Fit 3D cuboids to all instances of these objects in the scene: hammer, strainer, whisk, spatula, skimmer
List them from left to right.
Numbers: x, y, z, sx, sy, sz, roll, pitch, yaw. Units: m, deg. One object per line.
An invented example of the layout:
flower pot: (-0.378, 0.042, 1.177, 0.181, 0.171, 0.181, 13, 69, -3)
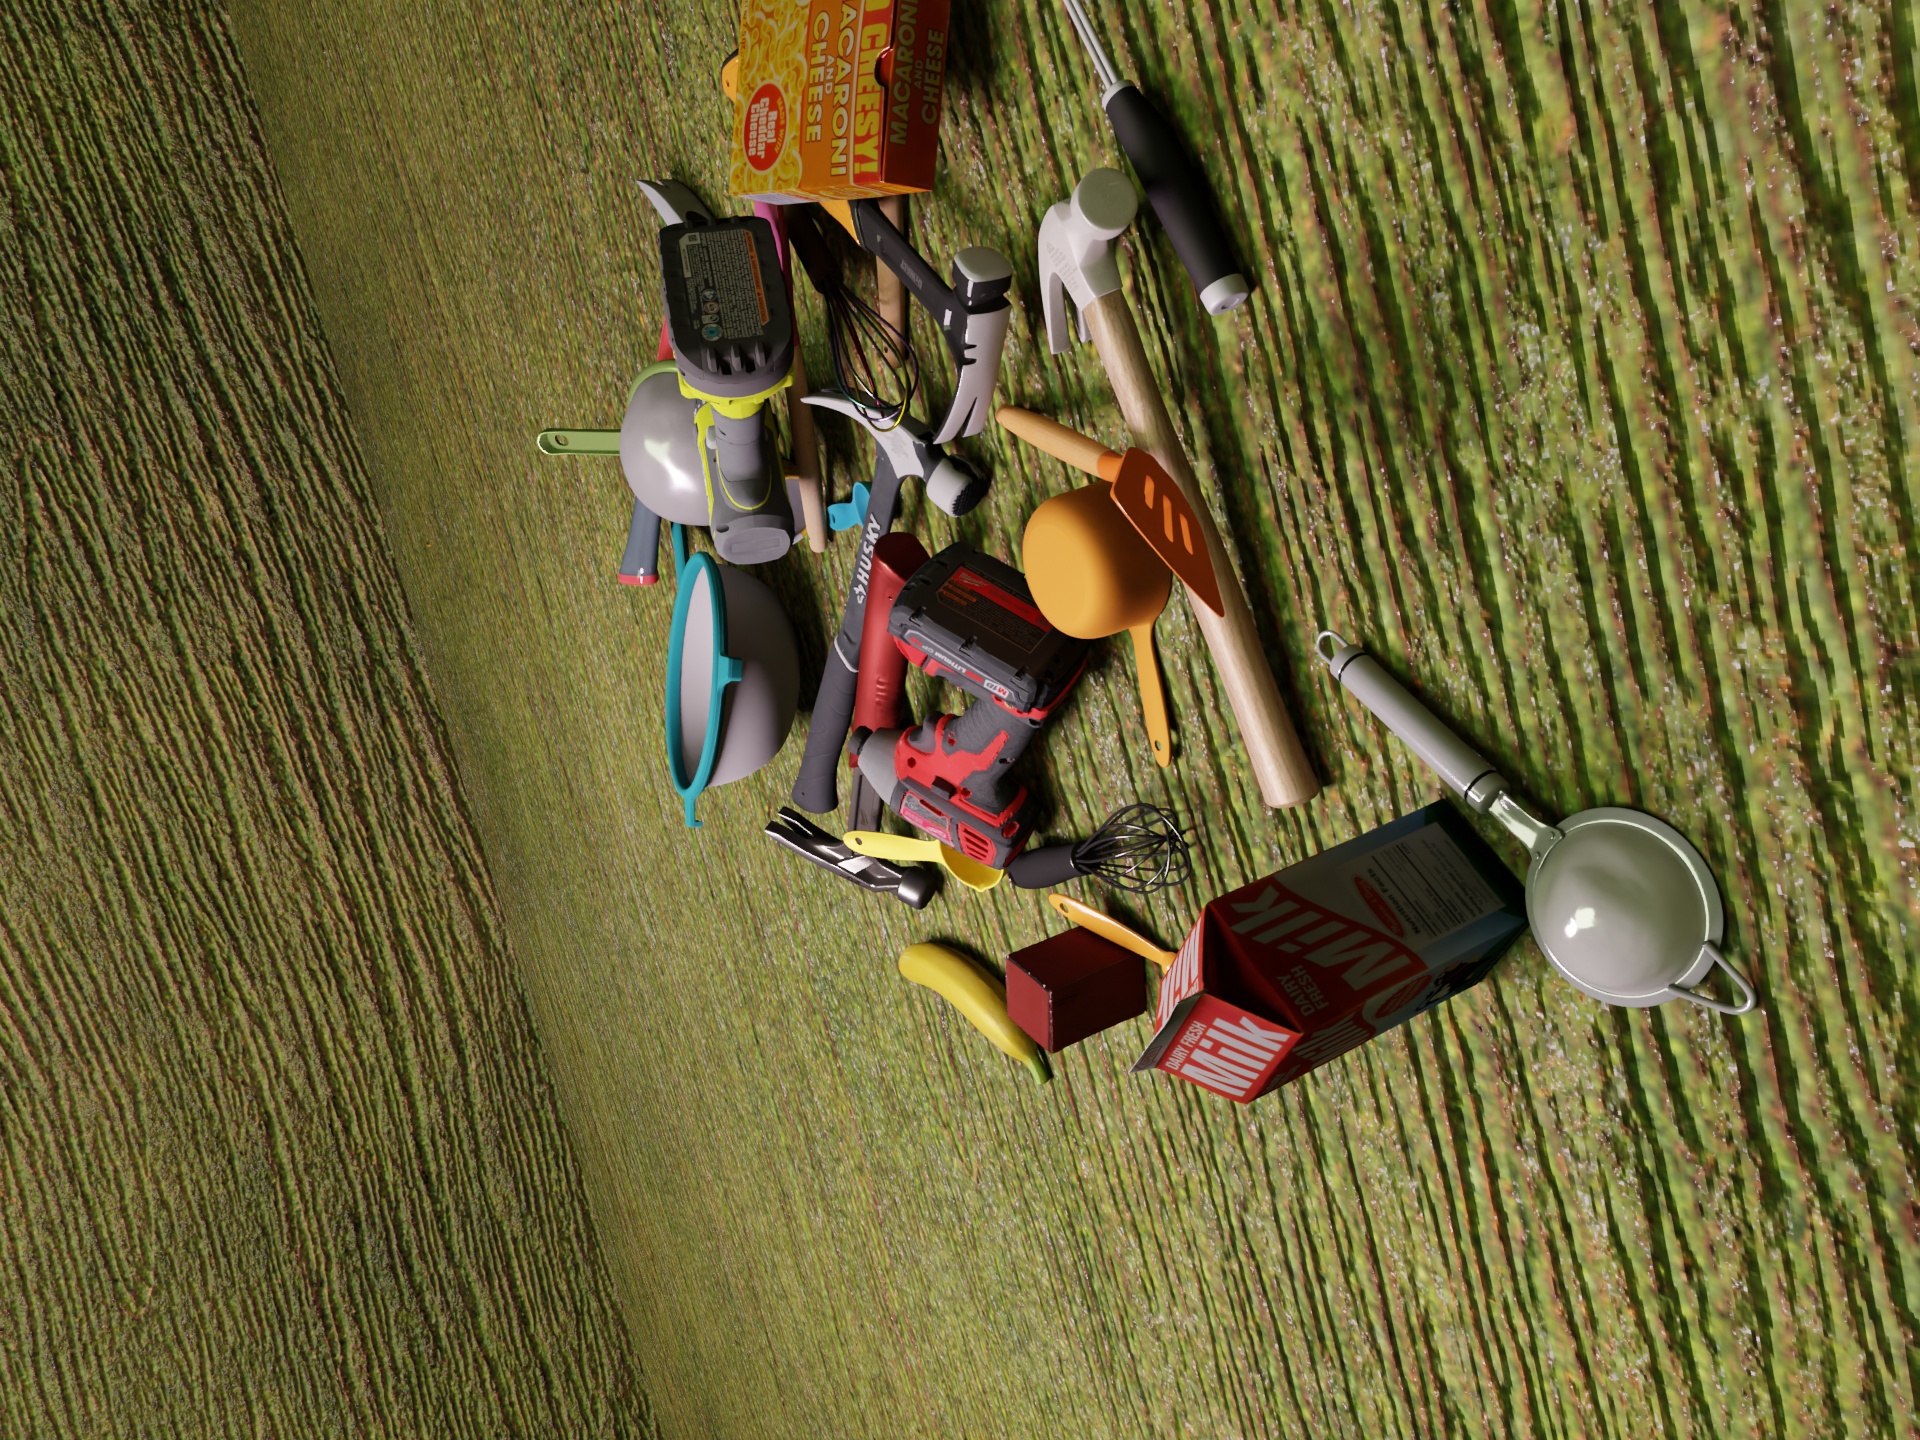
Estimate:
strainer: (-0.277, -0.222, 1.340, 0.256, 0.069, 0.151, 8, 128, 31)
hammer: (-0.267, -0.277, 1.400, 0.143, 0.038, 0.386, 55, 143, 30)
strainer: (-0.202, -0.081, 1.410, 0.341, 0.095, 0.210, -106, 27, -43)
whisk: (-0.084, -0.280, 1.071, 0.047, 0.051, 0.245, 88, 160, -53)
hammer: (-0.085, -0.067, 1.187, 0.149, 0.036, 0.408, 42, 141, 21)
hammer: (-0.070, -0.322, 1.006, 0.337, 0.034, 0.127, 55, 152, 31)
hammer: (-0.070, 0.001, 1.170, 0.149, 0.037, 0.358, 26, 140, 14)
skimmer: (0.027, -0.352, 0.799, 0.127, 0.090, 0.363, 64, 180, -82)
spatula: (0.063, -0.132, 0.837, 0.081, 0.041, 0.323, 44, -177, -24)
whisk: (0.083, 0.091, 1.028, 0.239, 0.055, 0.055, -25, 84, 67)
hammer: (0.114, -0.111, 0.828, 0.130, 0.031, 0.331, -173, 61, -80)
strainer: (0.240, 0.039, 0.712, 0.259, 0.050, 0.086, 52, 131, 38)

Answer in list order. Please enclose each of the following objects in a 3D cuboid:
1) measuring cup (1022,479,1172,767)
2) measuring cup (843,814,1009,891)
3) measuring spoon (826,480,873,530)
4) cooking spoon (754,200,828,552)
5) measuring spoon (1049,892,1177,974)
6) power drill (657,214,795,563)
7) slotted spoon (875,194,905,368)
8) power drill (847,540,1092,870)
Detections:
measuring cup: (0.084, -0.050, 0.922, 0.095, 0.052, 0.173, 1, 105, 61)
measuring cup: (-0.023, 0.090, 1.184, 0.156, 0.029, 0.062, 2, 117, 40)
measuring spoon: (-0.075, -0.158, 1.195, 0.129, 0.021, 0.042, 9, 118, 70)
cooking spoon: (-0.120, -0.252, 1.154, 0.318, 0.017, 0.069, 86, 162, -44)
measuring spoon: (0.100, 0.140, 1.034, 0.117, 0.011, 0.021, 25, 138, 38)
power drill: (-0.162, -0.245, 1.123, 0.228, 0.080, 0.191, 100, 160, -65)
slotted spoon: (-0.048, -0.371, 0.993, 0.070, 0.031, 0.313, 40, 142, 45)
power drill: (-0.002, -0.003, 1.042, 0.143, 0.078, 0.219, 31, 142, 13)
